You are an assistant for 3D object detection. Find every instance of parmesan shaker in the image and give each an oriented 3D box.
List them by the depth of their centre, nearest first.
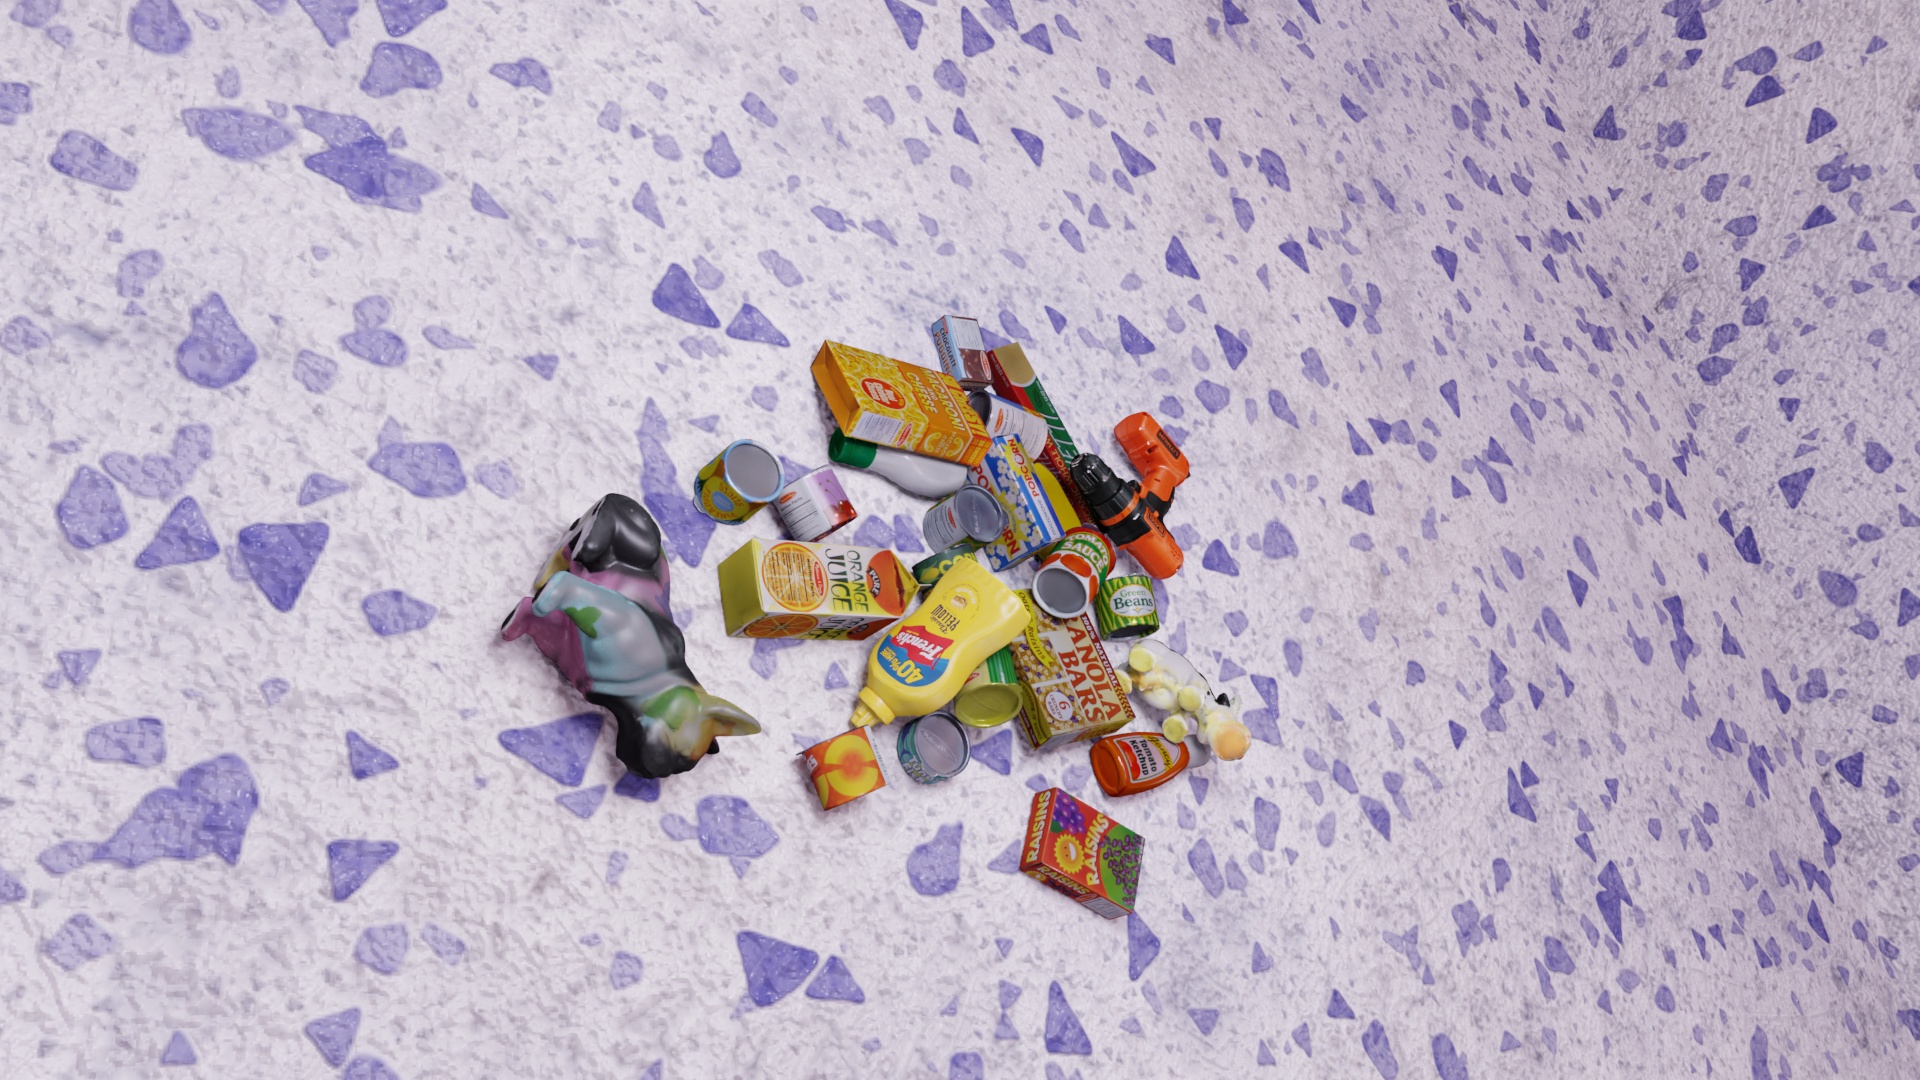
[{"bbox_3d":[0.022,0.123,1.367,0.071,0.071,0.103,23,35,-29],"label":"parmesan shaker"}]

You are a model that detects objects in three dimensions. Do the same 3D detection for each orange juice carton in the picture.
[{"bbox_3d":[-0.123,0.049,1.307,0.193,0.071,0.073,5,65,-37],"label":"orange juice carton"}]

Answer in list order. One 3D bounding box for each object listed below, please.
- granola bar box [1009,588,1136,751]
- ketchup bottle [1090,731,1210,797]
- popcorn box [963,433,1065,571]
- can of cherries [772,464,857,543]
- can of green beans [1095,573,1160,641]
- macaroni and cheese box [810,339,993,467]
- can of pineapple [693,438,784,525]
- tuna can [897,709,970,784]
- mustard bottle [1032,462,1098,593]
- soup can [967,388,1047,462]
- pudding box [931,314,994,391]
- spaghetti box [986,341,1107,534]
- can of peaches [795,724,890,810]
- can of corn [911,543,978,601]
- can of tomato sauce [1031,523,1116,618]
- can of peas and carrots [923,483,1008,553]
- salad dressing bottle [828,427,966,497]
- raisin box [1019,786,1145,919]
[{"bbox_3d":[0.098,0.128,1.451,0.124,0.039,0.166,-4,61,-41],"label":"granola bar box"},{"bbox_3d":[0.209,0.236,1.499,0.149,0.043,0.065,-2,61,-41],"label":"ketchup bottle"},{"bbox_3d":[0.049,-0.040,1.485,0.038,0.085,0.127,-17,78,-44],"label":"popcorn box"},{"bbox_3d":[-0.139,-0.033,1.341,0.072,0.071,0.058,-29,88,-44],"label":"can of cherries"},{"bbox_3d":[0.185,0.076,1.548,0.071,0.071,0.058,7,64,-37],"label":"can of green beans"},{"bbox_3d":[-0.060,-0.143,1.448,0.166,0.040,0.124,11,35,-35],"label":"macaroni and cheese box"},{"bbox_3d":[-0.208,-0.054,1.302,0.071,0.057,0.071,18,58,-31],"label":"can of pineapple"},{"bbox_3d":[-0.027,0.201,1.332,0.071,0.032,0.071,19,57,-31],"label":"tuna can"},{"bbox_3d":[0.105,-0.006,1.538,0.065,0.048,0.160,-29,88,-46],"label":"mustard bottle"},{"bbox_3d":[0.043,-0.124,1.538,0.084,0.071,0.071,19,57,-35],"label":"soup can"},{"bbox_3d":[0.002,-0.212,1.575,0.050,0.030,0.084,0,68,-40],"label":"pudding box"},{"bbox_3d":[0.102,-0.113,1.605,0.050,0.028,0.250,-24,84,-45],"label":"spaghetti box"},{"bbox_3d":[-0.105,0.205,1.246,0.071,0.071,0.058,-15,79,-43],"label":"can of peaches"},{"bbox_3d":[-0.007,0.042,1.406,0.071,0.071,0.058,-14,78,-43],"label":"can of corn"},{"bbox_3d":[0.120,0.032,1.461,0.071,0.071,0.083,50,39,-8],"label":"can of tomato sauce"},{"bbox_3d":[0.005,-0.018,1.456,0.071,0.058,0.071,19,57,-32],"label":"can of peas and carrots"},{"bbox_3d":[-0.065,-0.084,1.445,0.148,0.043,0.064,14,51,-32],"label":"salad dressing bottle"},{"bbox_3d":[0.123,0.313,1.391,0.123,0.040,0.086,33,51,-23],"label":"raisin box"}]
